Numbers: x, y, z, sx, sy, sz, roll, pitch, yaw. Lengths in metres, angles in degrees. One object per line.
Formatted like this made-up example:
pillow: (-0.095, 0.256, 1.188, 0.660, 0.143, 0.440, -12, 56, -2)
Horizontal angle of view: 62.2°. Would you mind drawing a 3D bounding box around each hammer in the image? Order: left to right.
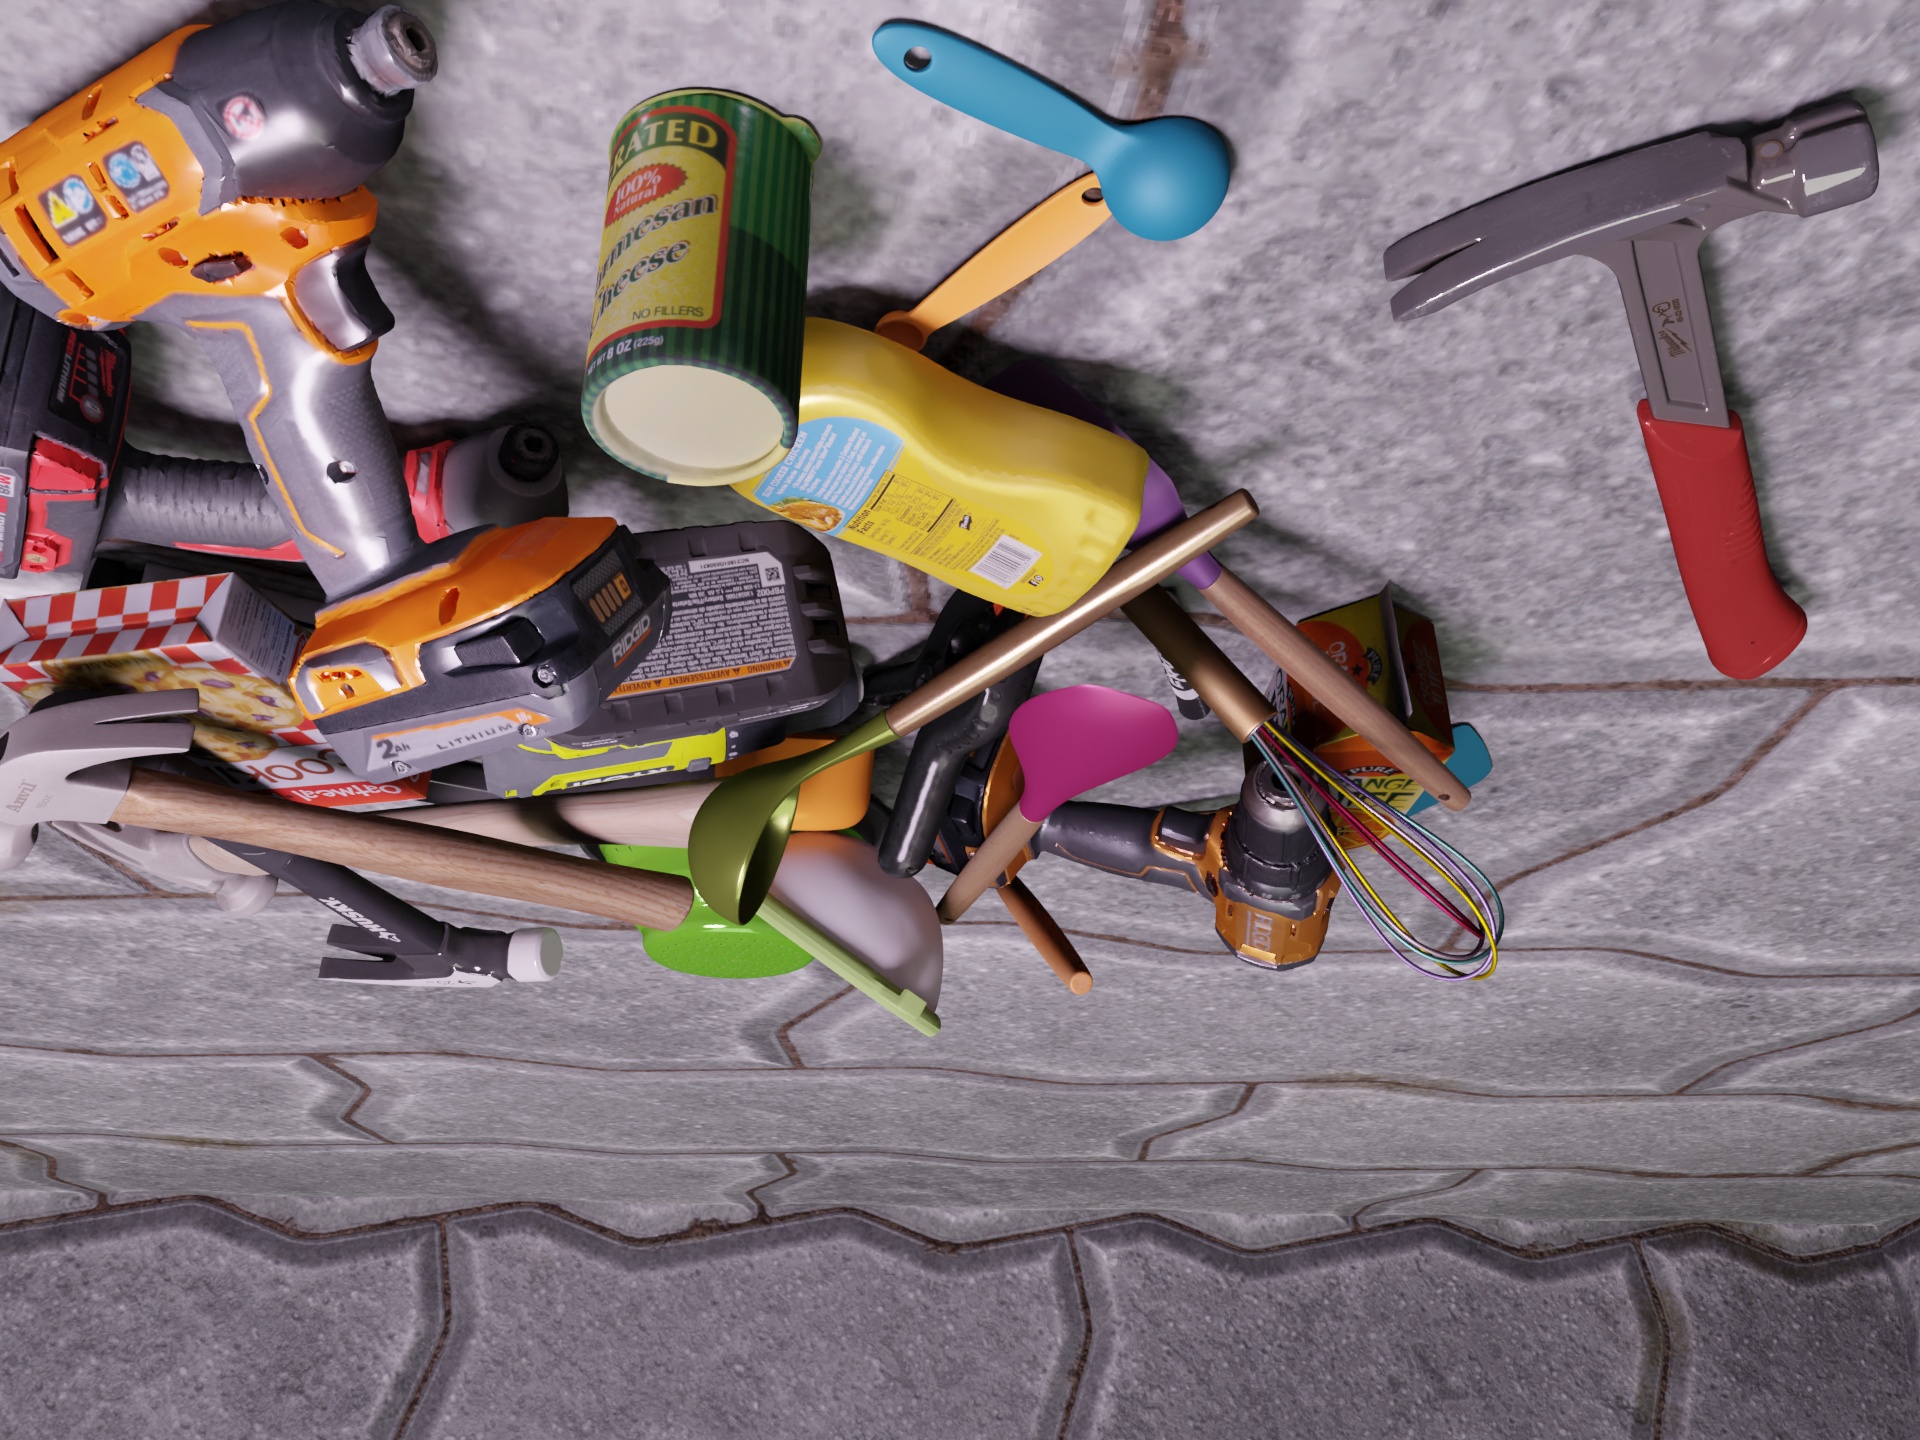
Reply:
hammer: (-0.417, 0.010, 0.884, 0.127, 0.034, 0.337, 13, 152, -23)
hammer: (-0.352, 0.074, 0.832, 0.146, 0.035, 0.334, -4, 152, 16)
hammer: (-0.274, 0.057, 0.753, 0.331, 0.031, 0.130, 17, 137, -37)
hammer: (-0.296, 0.057, 0.867, 0.411, 0.038, 0.146, -6, 151, 22)
hammer: (0.293, -0.101, 0.650, 0.149, 0.037, 0.358, -13, 151, 26)

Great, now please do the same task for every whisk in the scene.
whisk: (0.151, 0.017, 0.708, 0.051, 0.245, 0.047, -41, 164, 2)

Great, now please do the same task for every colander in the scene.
colander: (-0.217, 0.092, 0.988, 0.396, 0.095, 0.204, 13, 152, -26)

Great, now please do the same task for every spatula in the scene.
spatula: (0.030, 0.112, 0.956, 0.081, 0.041, 0.323, 12, -172, -12)
spatula: (0.167, 0.054, 0.999, 0.317, 0.044, 0.082, -8, 154, 26)
spatula: (0.123, -0.047, 0.691, 0.315, 0.018, 0.060, 36, 140, -25)

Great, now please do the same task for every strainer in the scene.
strainer: (-0.048, 0.121, 0.938, 0.151, 0.069, 0.256, 33, 172, 18)

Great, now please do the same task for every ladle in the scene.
ladle: (-0.001, -0.002, 0.699, 0.320, 0.078, 0.062, -31, 103, 25)

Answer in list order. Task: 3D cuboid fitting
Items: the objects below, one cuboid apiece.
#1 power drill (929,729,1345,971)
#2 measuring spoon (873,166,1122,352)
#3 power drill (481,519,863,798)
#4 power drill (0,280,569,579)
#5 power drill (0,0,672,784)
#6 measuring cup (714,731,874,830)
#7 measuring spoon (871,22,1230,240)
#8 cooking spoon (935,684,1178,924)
power drill: (0.089, 0.050, 0.834, 0.226, 0.084, 0.185, 17, 155, 17)
measuring spoon: (0.013, -0.161, 0.556, 0.117, 0.011, 0.021, -26, 141, 37)
power drill: (-0.122, -0.019, 0.718, 0.190, 0.080, 0.228, -10, 173, -16)
power drill: (-0.266, -0.093, 0.621, 0.219, 0.079, 0.143, 11, 154, -30)
power drill: (-0.185, -0.101, 0.499, 0.164, 0.084, 0.226, -14, 115, 27)
measuring cup: (-0.132, 0.031, 0.886, 0.173, 0.052, 0.095, 2, -179, 17)
measuring spoon: (0.030, -0.180, 0.492, 0.128, 0.021, 0.042, 15, 139, -27)
cooking spoon: (0.029, 0.051, 0.774, 0.068, 0.017, 0.318, 16, 155, -8)
